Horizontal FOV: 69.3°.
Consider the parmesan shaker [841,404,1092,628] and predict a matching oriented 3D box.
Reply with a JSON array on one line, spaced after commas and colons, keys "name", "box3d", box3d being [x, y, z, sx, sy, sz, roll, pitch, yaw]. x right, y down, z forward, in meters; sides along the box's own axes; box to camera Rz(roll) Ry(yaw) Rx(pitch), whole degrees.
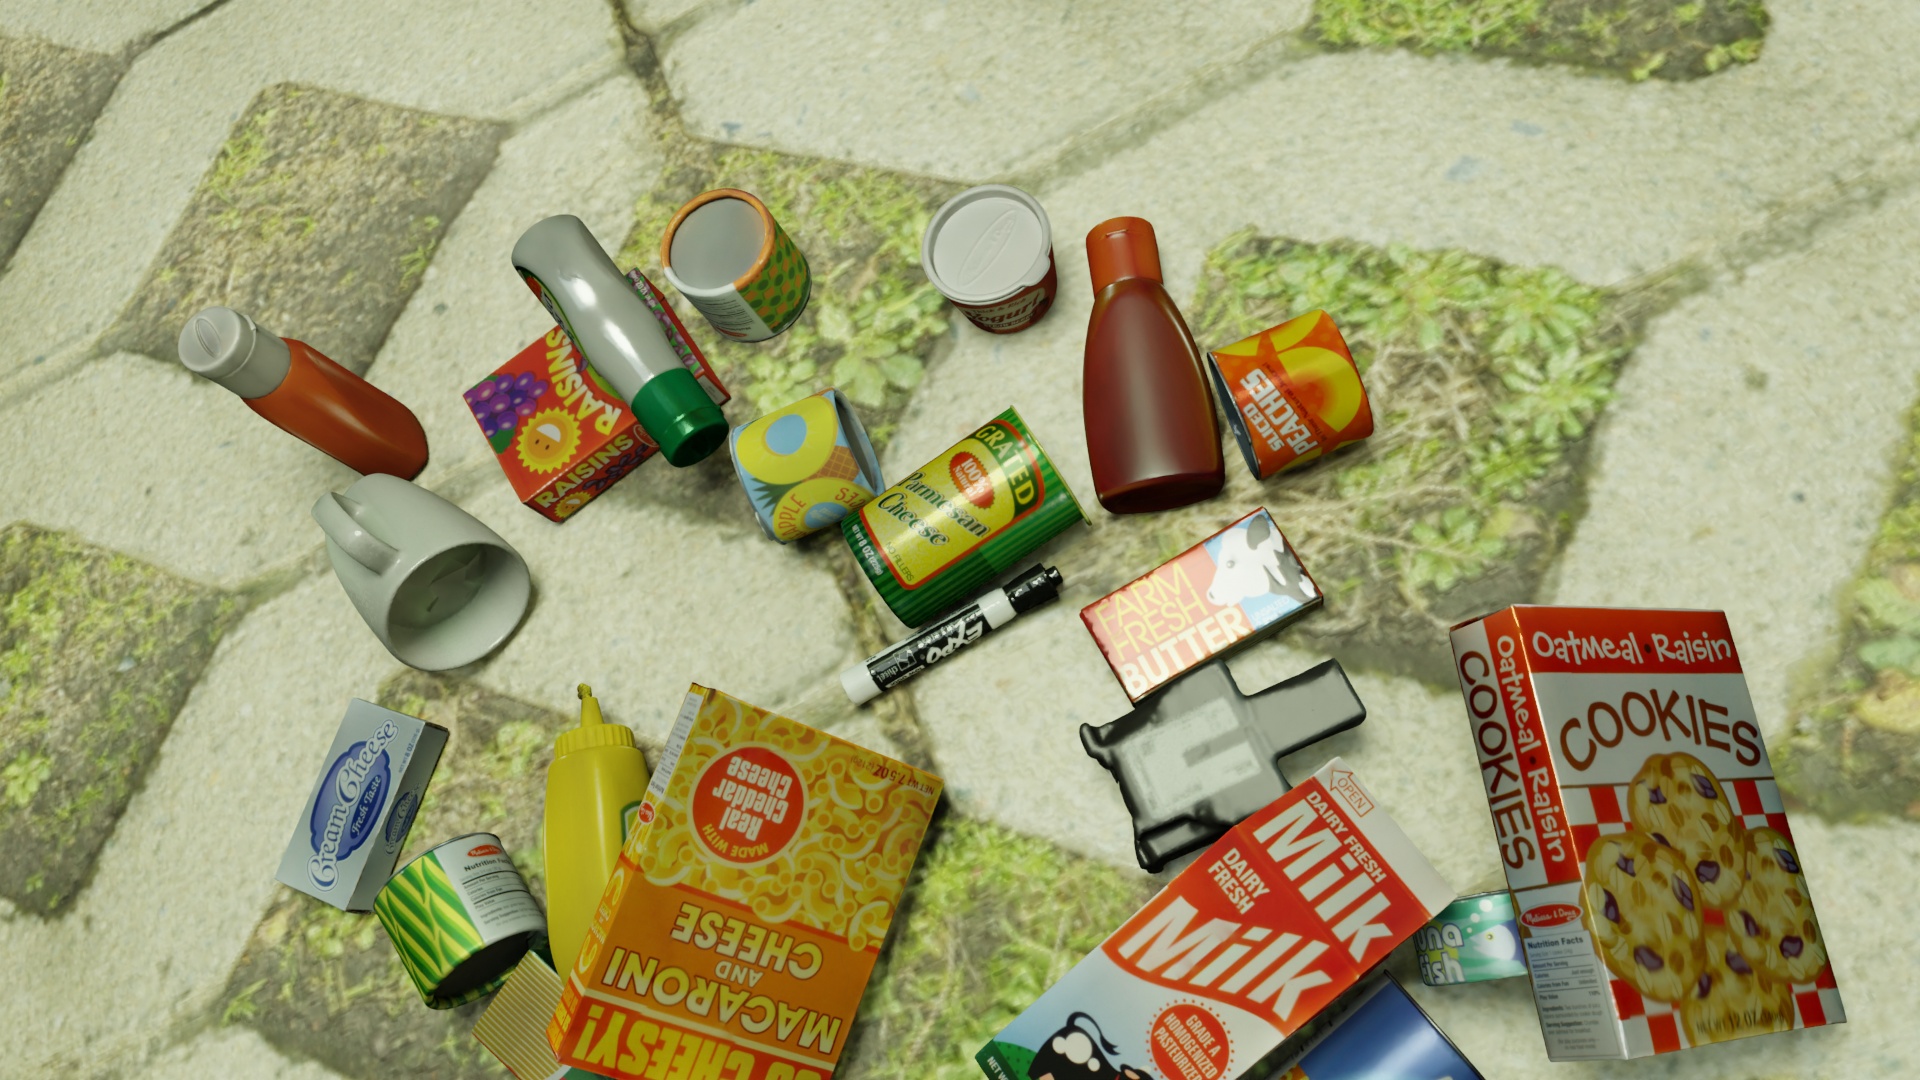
[{"name": "parmesan shaker", "box3d": [0.002, -0.009, 0.679, 0.103, 0.071, 0.071, -34, 67, 3]}]

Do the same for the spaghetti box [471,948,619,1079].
[{"name": "spaghetti box", "box3d": [-0.124, 0.283, 0.640, 0.250, 0.028, 0.050, 33, 85, 22]}]

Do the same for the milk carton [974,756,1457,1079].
[{"name": "milk carton", "box3d": [0.105, 0.176, 0.565, 0.190, 0.073, 0.072, -45, 66, 14]}]

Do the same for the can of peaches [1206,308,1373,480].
[{"name": "can of peaches", "box3d": [0.155, -0.068, 0.655, 0.058, 0.071, 0.071, -22, 69, 7]}]

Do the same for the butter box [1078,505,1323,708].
[{"name": "butter box", "box3d": [0.114, 0.032, 0.658, 0.103, 0.024, 0.053, -30, 68, 5]}]

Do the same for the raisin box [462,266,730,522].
[{"name": "raisin box", "box3d": [-0.204, -0.081, 0.775, 0.123, 0.040, 0.086, -36, 68, 1]}]

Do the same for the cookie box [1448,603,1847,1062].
[{"name": "cookie box", "box3d": [0.268, 0.110, 0.548, 0.123, 0.040, 0.168, 3, 68, -25]}]

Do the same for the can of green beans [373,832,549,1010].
[{"name": "can of green beans", "box3d": [-0.245, 0.187, 0.684, 0.071, 0.071, 0.058, -40, 68, 1]}]

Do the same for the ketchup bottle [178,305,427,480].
[{"name": "ketchup bottle", "box3d": [-0.355, -0.079, 0.756, 0.043, 0.148, 0.065, -40, 67, -1]}]

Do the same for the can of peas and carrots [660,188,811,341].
[{"name": "can of peas and carrots", "box3d": [-0.123, -0.153, 0.765, 0.071, 0.058, 0.071, -4, 72, 14]}]

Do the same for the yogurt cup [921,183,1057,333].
[{"name": "yogurt cup", "box3d": [0.019, -0.144, 0.725, 0.072, 0.054, 0.072, -5, 72, 14]}]

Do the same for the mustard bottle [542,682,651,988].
[{"name": "mustard bottle", "box3d": [-0.174, 0.142, 0.681, 0.049, 0.065, 0.161, -20, 66, 12]}]

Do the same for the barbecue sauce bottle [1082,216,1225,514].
[{"name": "barbecue sauce bottle", "box3d": [0.090, -0.090, 0.695, 0.065, 0.043, 0.149, -11, 70, 12]}]

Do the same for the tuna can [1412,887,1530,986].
[{"name": "tuna can", "box3d": [0.216, 0.160, 0.565, 0.071, 0.071, 0.033, -12, 71, 12]}]

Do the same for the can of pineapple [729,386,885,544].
[{"name": "can of pineapple", "box3d": [-0.077, -0.037, 0.710, 0.058, 0.071, 0.071, -23, 68, 8]}]

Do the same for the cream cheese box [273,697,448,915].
[{"name": "cream cheese box", "box3d": [-0.320, 0.141, 0.743, 0.053, 0.024, 0.104, 14, 77, 20]}]

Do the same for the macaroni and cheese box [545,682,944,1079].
[{"name": "macaroni and cheese box", "box3d": [-0.095, 0.165, 0.630, 0.124, 0.040, 0.167, 25, 79, -21]}]

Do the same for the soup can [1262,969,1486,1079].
[{"name": "soup can", "box3d": [0.166, 0.228, 0.557, 0.084, 0.071, 0.071, -42, 67, 0]}]

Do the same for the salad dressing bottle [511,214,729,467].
[{"name": "salad dressing bottle", "box3d": [-0.176, -0.104, 0.722, 0.044, 0.064, 0.148, -37, 75, -9]}]
